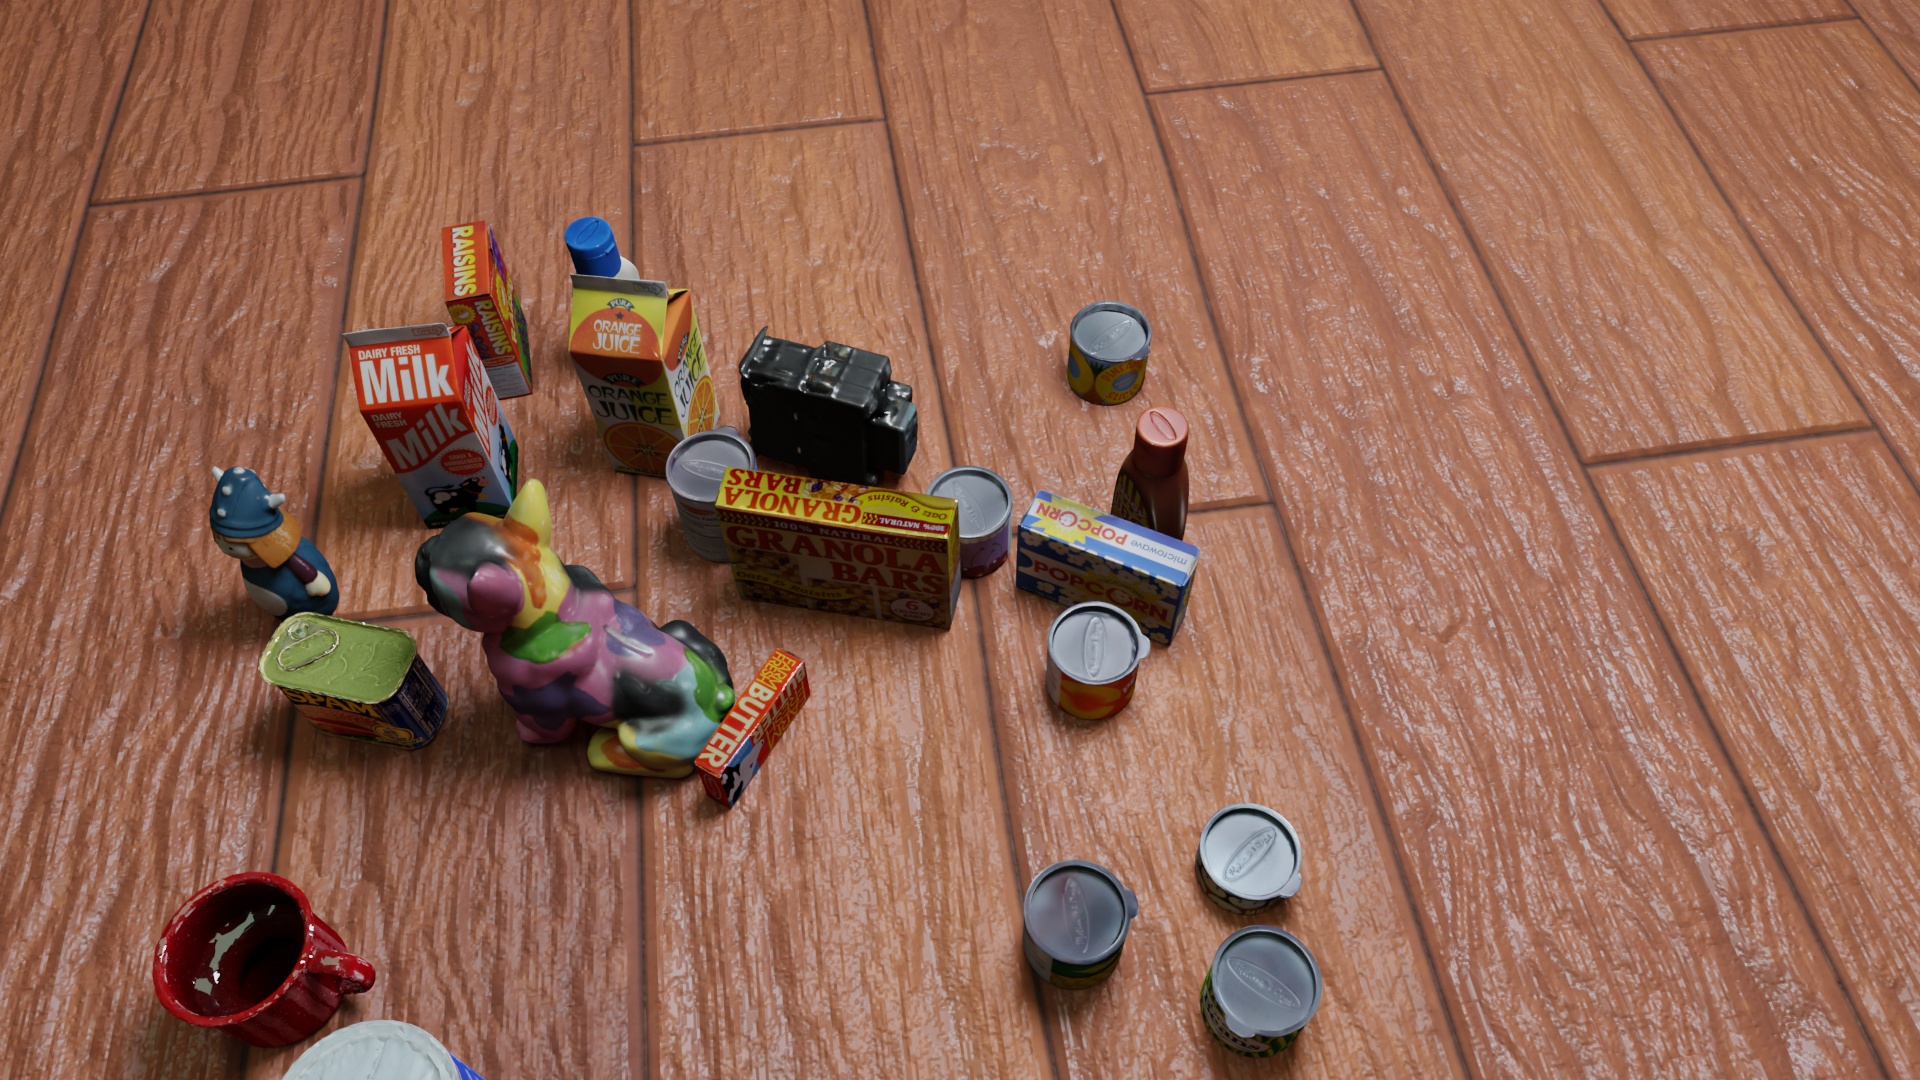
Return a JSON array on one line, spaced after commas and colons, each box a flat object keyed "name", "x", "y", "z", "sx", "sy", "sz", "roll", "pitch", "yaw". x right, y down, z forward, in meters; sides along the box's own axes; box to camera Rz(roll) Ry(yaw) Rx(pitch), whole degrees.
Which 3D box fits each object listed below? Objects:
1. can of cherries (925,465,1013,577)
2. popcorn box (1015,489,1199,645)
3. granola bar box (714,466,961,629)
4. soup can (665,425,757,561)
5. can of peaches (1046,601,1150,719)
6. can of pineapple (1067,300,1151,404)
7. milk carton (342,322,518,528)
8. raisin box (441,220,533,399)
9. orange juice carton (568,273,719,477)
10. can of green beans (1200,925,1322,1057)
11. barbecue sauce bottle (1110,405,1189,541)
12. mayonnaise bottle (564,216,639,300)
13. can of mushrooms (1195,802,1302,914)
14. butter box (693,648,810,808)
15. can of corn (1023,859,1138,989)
[{"name": "can of cherries", "x": 0.004, "y": -0.013, "z": 1.052, "sx": 0.071, "sy": 0.058, "sz": 0.072, "roll": 0, "pitch": 56, "yaw": 1}, {"name": "popcorn box", "x": 0.105, "y": 0.020, "z": 1.012, "sx": 0.127, "sy": 0.084, "sz": 0.038, "roll": 21, "pitch": 59, "yaw": 14}, {"name": "granola bar box", "x": -0.085, "y": 0.008, "z": 1.000, "sx": 0.166, "sy": 0.123, "sz": 0.039, "roll": 8, "pitch": 57, "yaw": 6}, {"name": "soup can", "x": -0.182, "y": -0.035, "z": 1.053, "sx": 0.071, "sy": 0.083, "sz": 0.072, "roll": 0, "pitch": 56, "yaw": 1}, {"name": "can of peaches", "x": 0.096, "y": 0.086, "z": 0.984, "sx": 0.071, "sy": 0.057, "sz": 0.071, "roll": 0, "pitch": 56, "yaw": 1}, {"name": "can of pineapple", "x": 0.123, "y": -0.153, "z": 1.144, "sx": 0.071, "sy": 0.057, "sz": 0.071, "roll": 0, "pitch": 56, "yaw": 1}, {"name": "milk carton", "x": -0.389, "y": -0.094, "z": 1.032, "sx": 0.072, "sy": 0.189, "sz": 0.074, "roll": -8, "pitch": 57, "yaw": -4}, {"name": "raisin box", "x": -0.385, "y": -0.186, "z": 1.133, "sx": 0.040, "sy": 0.122, "sz": 0.086, "roll": -11, "pitch": 57, "yaw": -6}, {"name": "orange juice carton", "x": -0.240, "y": -0.132, "z": 1.054, "sx": 0.072, "sy": 0.191, "sz": 0.073, "roll": 7, "pitch": 57, "yaw": 6}, {"name": "can of green beans", "x": 0.184, "y": 0.278, "z": 0.855, "sx": 0.071, "sy": 0.057, "sz": 0.071, "roll": 0, "pitch": 56, "yaw": 1}, {"name": "barbecue sauce bottle", "x": 0.140, "y": -0.039, "z": 1.013, "sx": 0.044, "sy": 0.147, "sz": 0.065, "roll": -25, "pitch": 60, "yaw": -15}, {"name": "mayonnaise bottle", "x": -0.285, "y": -0.196, "z": 1.124, "sx": 0.041, "sy": 0.147, "sz": 0.065, "roll": 21, "pitch": 59, "yaw": 14}, {"name": "can of mushrooms", "x": 0.190, "y": 0.212, "z": 0.914, "sx": 0.071, "sy": 0.033, "sz": 0.071, "roll": 0, "pitch": 56, "yaw": 1}, {"name": "butter box", "x": -0.143, "y": 0.129, "z": 0.962, "sx": 0.024, "sy": 0.053, "sz": 0.104, "roll": 25, "pitch": 60, "yaw": 16}, {"name": "can of corn", "x": 0.075, "y": 0.244, "z": 0.879, "sx": 0.071, "sy": 0.058, "sz": 0.071, "roll": 0, "pitch": 56, "yaw": 1}]
